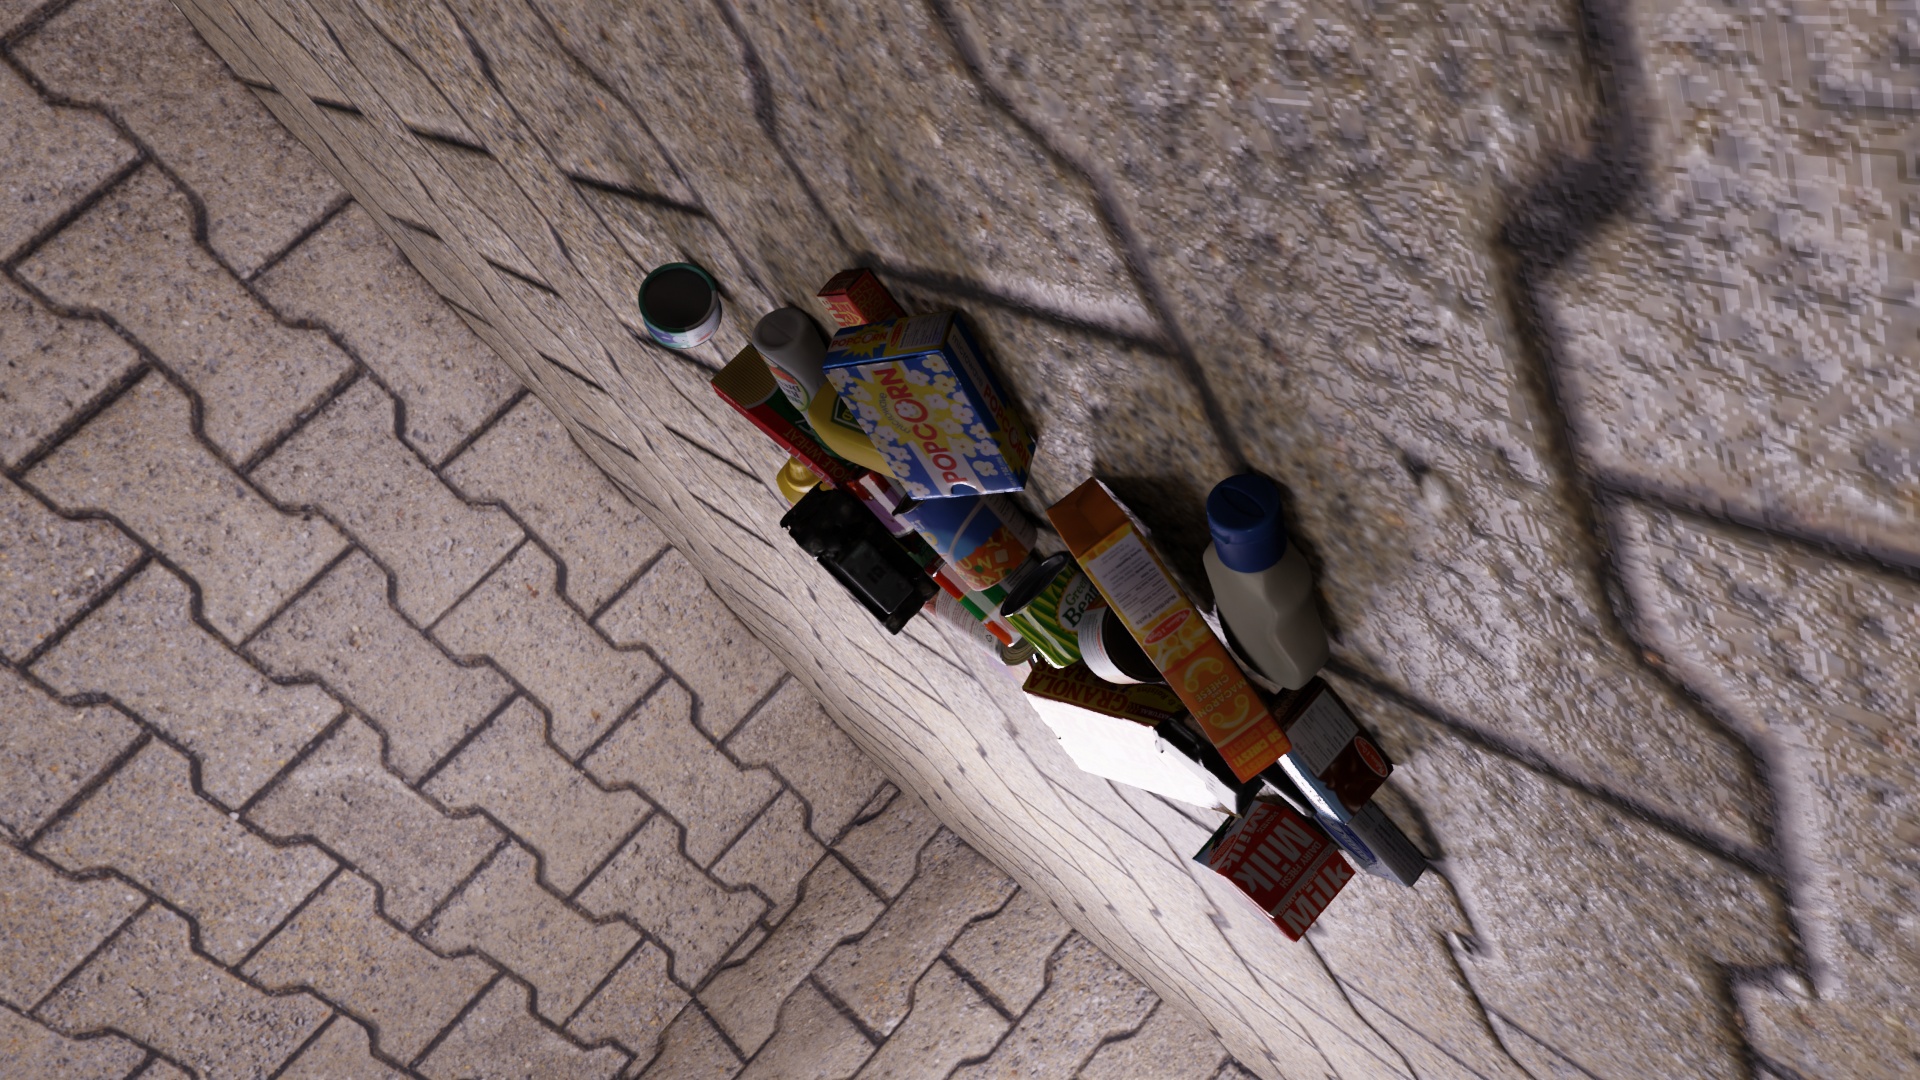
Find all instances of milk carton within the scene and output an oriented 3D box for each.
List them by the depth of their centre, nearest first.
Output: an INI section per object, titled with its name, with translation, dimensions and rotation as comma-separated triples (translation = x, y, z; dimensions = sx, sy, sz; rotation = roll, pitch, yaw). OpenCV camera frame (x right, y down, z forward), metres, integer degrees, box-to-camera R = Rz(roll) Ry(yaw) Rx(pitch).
[milk carton]
translation = 0.245, 0.255, 1.082
dimensions = 0.073, 0.072, 0.190
rotation = 43, 175, 5

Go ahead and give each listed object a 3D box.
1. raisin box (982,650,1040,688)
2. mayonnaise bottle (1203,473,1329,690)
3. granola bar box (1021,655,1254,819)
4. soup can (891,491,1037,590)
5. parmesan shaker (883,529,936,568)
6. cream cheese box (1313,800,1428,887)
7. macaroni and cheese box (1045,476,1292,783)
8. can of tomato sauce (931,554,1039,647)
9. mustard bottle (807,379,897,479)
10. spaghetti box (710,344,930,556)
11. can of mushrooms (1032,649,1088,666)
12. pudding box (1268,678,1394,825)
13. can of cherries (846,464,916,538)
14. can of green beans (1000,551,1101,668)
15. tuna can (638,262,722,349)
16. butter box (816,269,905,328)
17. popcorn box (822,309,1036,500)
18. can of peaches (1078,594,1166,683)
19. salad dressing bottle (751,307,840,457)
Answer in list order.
[raisin box]
translation = 0.053, 0.094, 1.266
dimensions = 0.086, 0.040, 0.123
rotation = 34, 162, 33
[mayonnaise bottle]
translation = 0.159, 0.022, 0.735
dimensions = 0.065, 0.041, 0.147
rotation = 40, 166, 36
[granola bar box]
translation = 0.144, 0.156, 1.112
dimensions = 0.165, 0.039, 0.123
rotation = 10, 146, 42
[soup can]
translation = 0.004, -0.013, 1.014
dimensions = 0.083, 0.071, 0.071
rotation = 47, 166, -15
[parmesan shaker]
translation = -0.053, 0.014, 1.265
dimensions = 0.071, 0.071, 0.102
rotation = 35, 164, 31
[cream cheese box]
translation = 0.273, 0.196, 0.967
dimensions = 0.103, 0.024, 0.053
rotation = 46, 167, -10
[macaroni and cheese box]
translation = 0.121, 0.049, 0.820
dimensions = 0.166, 0.040, 0.124
rotation = 52, -175, -14
[can of tomato sauce]
translation = 0.029, 0.033, 1.088
dimensions = 0.083, 0.071, 0.071
rotation = 43, 166, 2
[mustard bottle]
translation = -0.033, -0.072, 0.969
dimensions = 0.160, 0.065, 0.048
rotation = 25, 160, 33
[spaghetti box]
translation = -0.111, -0.080, 1.187
dimensions = 0.250, 0.050, 0.028
rotation = 38, 166, 20
[can of mushrooms]
translation = 0.097, 0.107, 1.188
dimensions = 0.071, 0.033, 0.071
rotation = 41, 166, 13
[pudding box]
translation = 0.222, 0.129, 0.856
dimensions = 0.083, 0.050, 0.030
rotation = 48, 167, -18
[can of cherries]
translation = -0.047, -0.044, 1.068
dimensions = 0.058, 0.071, 0.071
rotation = 48, 166, -16
[can of green beans]
translation = 0.072, 0.051, 1.020
dimensions = 0.058, 0.071, 0.071
rotation = 45, 166, -10
[tuna can]
translation = -0.235, -0.197, 1.154
dimensions = 0.071, 0.071, 0.032
rotation = 41, 165, 9
[butter box]
translation = -0.046, -0.129, 0.904
dimensions = 0.103, 0.024, 0.053
rotation = 50, 166, -24
[popcorn box]
translation = -0.017, -0.081, 0.859
dimensions = 0.085, 0.038, 0.126
rotation = -5, 139, 29
[can of peaches]
translation = 0.119, 0.062, 0.925
dimensions = 0.071, 0.071, 0.058
rotation = 45, 166, -4
[salad dressing bottle]
translation = -0.116, -0.120, 1.091
dimensions = 0.064, 0.044, 0.147
rotation = 37, 165, 32
